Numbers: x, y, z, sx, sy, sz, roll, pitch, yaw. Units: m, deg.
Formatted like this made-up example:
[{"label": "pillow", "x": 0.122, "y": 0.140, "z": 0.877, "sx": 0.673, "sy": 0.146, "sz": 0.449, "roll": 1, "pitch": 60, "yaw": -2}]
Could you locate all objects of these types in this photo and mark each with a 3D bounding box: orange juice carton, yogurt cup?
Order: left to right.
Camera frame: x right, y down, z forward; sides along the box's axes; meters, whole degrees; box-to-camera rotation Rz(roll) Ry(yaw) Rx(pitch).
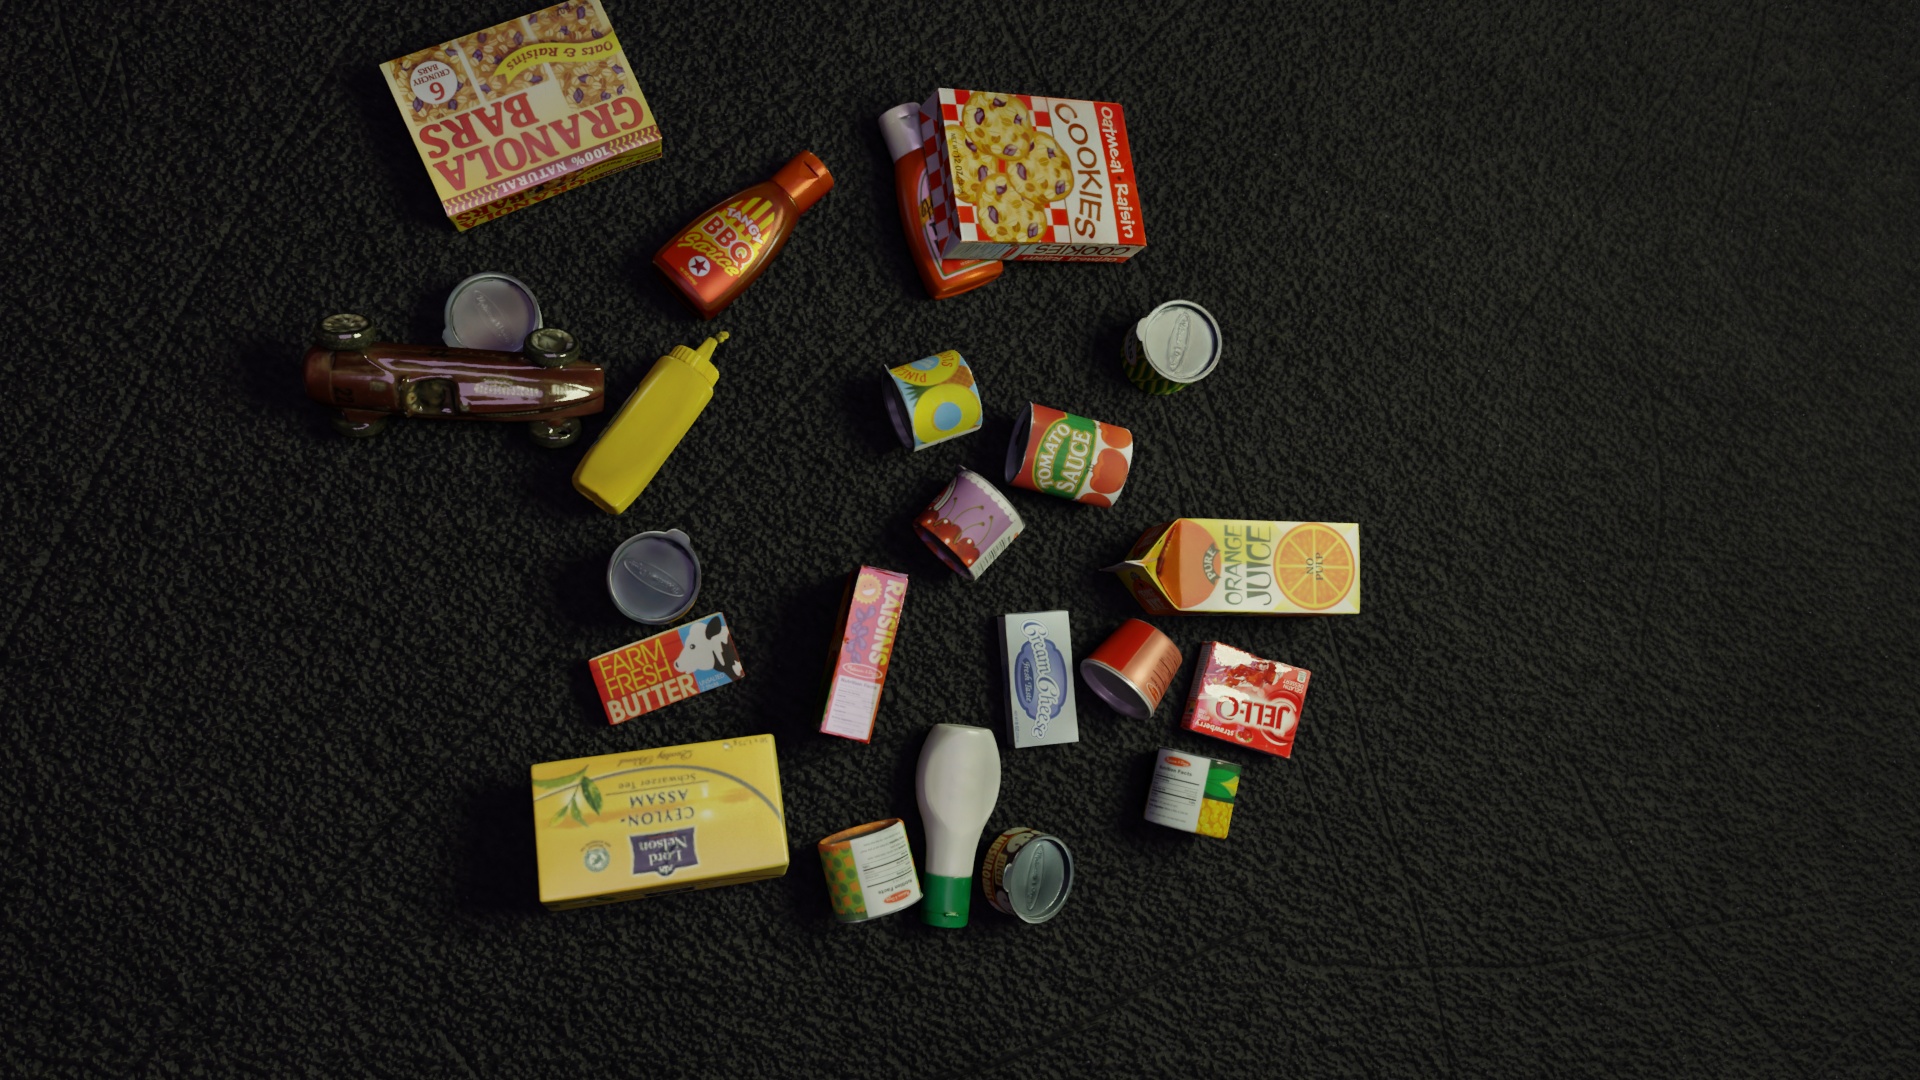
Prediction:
[{"label": "yogurt cup", "x": 0.135, "y": 0.097, "z": 1.077, "sx": 0.072, "sy": 0.072, "sz": 0.054, "roll": 43, "pitch": 71, "yaw": -5}, {"label": "orange juice carton", "x": 0.211, "y": 0.022, "z": 1.095, "sx": 0.193, "sy": 0.071, "sz": 0.073, "roll": 1, "pitch": 84, "yaw": -12}]

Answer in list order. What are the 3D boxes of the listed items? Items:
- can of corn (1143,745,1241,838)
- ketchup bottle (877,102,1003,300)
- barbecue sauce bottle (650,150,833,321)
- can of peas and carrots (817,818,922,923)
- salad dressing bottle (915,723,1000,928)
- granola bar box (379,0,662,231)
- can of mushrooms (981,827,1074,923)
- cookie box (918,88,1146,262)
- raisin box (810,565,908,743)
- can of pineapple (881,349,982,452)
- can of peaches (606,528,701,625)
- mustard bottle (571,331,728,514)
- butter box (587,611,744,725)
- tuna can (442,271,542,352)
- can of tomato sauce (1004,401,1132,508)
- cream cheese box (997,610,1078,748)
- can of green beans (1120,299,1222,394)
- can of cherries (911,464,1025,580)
[{"label": "can of corn", "x": 0.181, "y": 0.195, "z": 1.076, "sx": 0.071, "sy": 0.071, "sz": 0.058, "roll": 15, "pitch": 83, "yaw": -10}, {"label": "ketchup bottle", "x": -0.022, "y": -0.267, "z": 1.089, "sx": 0.065, "sy": 0.043, "sz": 0.149, "roll": -22, "pitch": 89, "yaw": -18}, {"label": "barbecue sauce bottle", "x": -0.161, "y": -0.237, "z": 1.057, "sx": 0.149, "sy": 0.043, "sz": 0.065, "roll": -45, "pitch": 94, "yaw": -12}, {"label": "can of peas and carrots", "x": -0.068, "y": 0.242, "z": 1.021, "sx": 0.071, "sy": 0.071, "sz": 0.058, "roll": -14, "pitch": 88, "yaw": -12}, {"label": "salad dressing bottle", "x": -0.006, "y": 0.214, "z": 1.047, "sx": 0.064, "sy": 0.044, "sz": 0.147, "roll": 8, "pitch": 85, "yaw": -18}, {"label": "granola bar box", "x": -0.323, "y": -0.319, "z": 1.033, "sx": 0.166, "sy": 0.039, "sz": 0.124, "roll": -25, "pitch": 89, "yaw": -13}, {"label": "can of mushrooms", "x": 0.049, "y": 0.251, "z": 1.046, "sx": 0.071, "sy": 0.033, "sz": 0.071, "roll": -2, "pitch": 93, "yaw": -38}, {"label": "cookie box", "x": 0.058, "y": -0.282, "z": 1.082, "sx": 0.168, "sy": 0.040, "sz": 0.123, "roll": -4, "pitch": 81, "yaw": -27}, {"label": "raisin box", "x": -0.074, "y": 0.083, "z": 1.023, "sx": 0.040, "sy": 0.086, "sz": 0.123, "roll": 14, "pitch": 82, "yaw": -8}, {"label": "can of pineapple", "x": -0.022, "y": -0.108, "z": 1.061, "sx": 0.058, "sy": 0.071, "sz": 0.071, "roll": -20, "pitch": 89, "yaw": -14}, {"label": "can of peaches", "x": -0.221, "y": 0.027, "z": 1.012, "sx": 0.071, "sy": 0.058, "sz": 0.071, "roll": 1, "pitch": 84, "yaw": -11}, {"label": "mustard bottle", "x": -0.222, "y": -0.094, "z": 1.023, "sx": 0.049, "sy": 0.065, "sz": 0.161, "roll": 37, "pitch": 73, "yaw": -12}, {"label": "butter box", "x": -0.217, "y": 0.094, "z": 1.024, "sx": 0.104, "sy": 0.024, "sz": 0.053, "roll": -20, "pitch": 89, "yaw": -13}, {"label": "tuna can", "x": -0.343, "y": -0.159, "z": 1.017, "sx": 0.071, "sy": 0.033, "sz": 0.071, "roll": 1, "pitch": 84, "yaw": -12}, {"label": "can of tomato sauce", "x": 0.084, "y": -0.065, "z": 1.077, "sx": 0.083, "sy": 0.071, "sz": 0.071, "roll": 14, "pitch": 82, "yaw": -11}, {"label": "cream cheese box", "x": 0.060, "y": 0.107, "z": 1.080, "sx": 0.053, "sy": 0.024, "sz": 0.104, "roll": -4, "pitch": 86, "yaw": -13}, {"label": "can of green beans", "x": 0.167, "y": -0.153, "z": 1.109, "sx": 0.071, "sy": 0.057, "sz": 0.071, "roll": 1, "pitch": 85, "yaw": -12}, {"label": "can of cherries", "x": 0.004, "y": -0.013, "z": 1.059, "sx": 0.071, "sy": 0.071, "sz": 0.058, "roll": 44, "pitch": 80, "yaw": -5}]
